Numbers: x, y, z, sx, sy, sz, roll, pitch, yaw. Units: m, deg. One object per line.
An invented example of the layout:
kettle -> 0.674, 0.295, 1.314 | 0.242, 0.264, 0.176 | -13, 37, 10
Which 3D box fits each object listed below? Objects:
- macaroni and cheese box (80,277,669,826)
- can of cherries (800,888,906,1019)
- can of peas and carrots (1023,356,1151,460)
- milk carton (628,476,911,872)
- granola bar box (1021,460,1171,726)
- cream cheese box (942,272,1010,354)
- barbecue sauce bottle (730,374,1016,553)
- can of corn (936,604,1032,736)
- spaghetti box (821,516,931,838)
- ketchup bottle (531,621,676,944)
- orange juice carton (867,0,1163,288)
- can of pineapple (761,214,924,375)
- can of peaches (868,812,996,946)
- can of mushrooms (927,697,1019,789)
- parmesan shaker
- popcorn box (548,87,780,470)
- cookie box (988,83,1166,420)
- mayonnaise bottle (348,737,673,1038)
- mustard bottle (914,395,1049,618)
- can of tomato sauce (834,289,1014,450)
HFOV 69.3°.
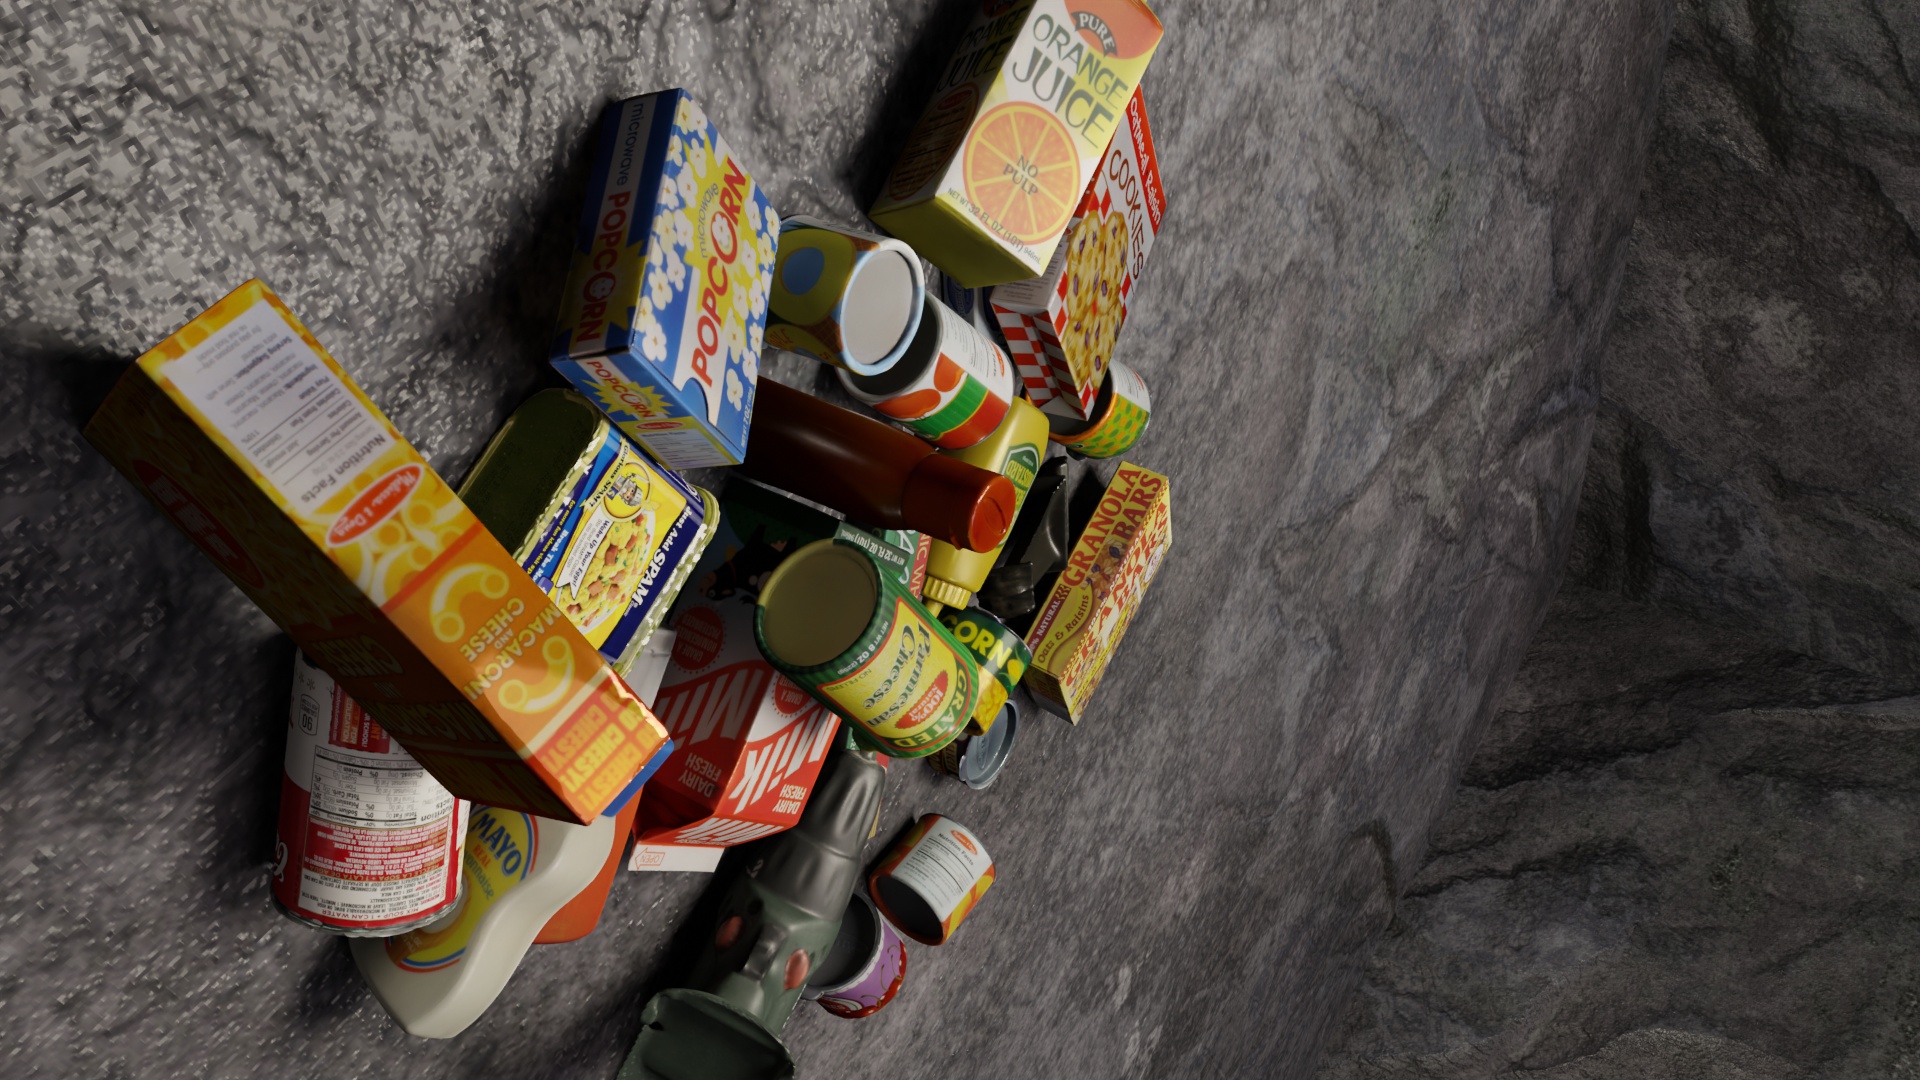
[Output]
macaroni and cheese box -> -0.176, 0.011, 0.416 | 0.166, 0.123, 0.040 | 53, 58, -21
can of cherries -> -0.073, 0.255, 0.853 | 0.072, 0.071, 0.058 | -56, 149, -22
can of peas and carrots -> 0.081, -0.088, 0.898 | 0.059, 0.071, 0.071 | 17, 93, -59
milk carton -> -0.105, 0.074, 0.686 | 0.072, 0.073, 0.190 | 28, 84, -59
granola bar box -> 0.099, 0.040, 1.010 | 0.166, 0.039, 0.124 | -60, 161, -16
cream cheese box -> 0.014, -0.151, 0.792 | 0.053, 0.024, 0.103 | -39, 138, -41
barbecue sauce bottle -> -0.045, -0.033, 0.643 | 0.044, 0.149, 0.064 | -58, 148, -18
can of corn -> 0.002, 0.080, 0.869 | 0.058, 0.071, 0.071 | -56, 147, -21
spaghetti box -> -0.054, 0.065, 0.807 | 0.050, 0.029, 0.249 | -13, 119, -56
ketchup bottle -> -0.170, 0.105, 0.629 | 0.065, 0.043, 0.148 | 20, 90, -60
orange juice carton -> 0.037, -0.231, 0.711 | 0.072, 0.073, 0.193 | 32, 78, -29
can of pineapple -> -0.059, -0.115, 0.661 | 0.071, 0.058, 0.070 | -36, 137, -44
can of peaches -> -0.020, 0.227, 0.925 | 0.058, 0.071, 0.071 | -44, 141, -37
can of mushrooms -> 0.008, 0.133, 0.944 | 0.071, 0.033, 0.070 | -37, 138, -43
parmesan shaker -> -0.043, 0.053, 0.633 | 0.071, 0.071, 0.102 | -61, 145, -15
popcorn box -> -0.113, -0.103, 0.553 | 0.085, 0.038, 0.127 | 52, 36, -56
cookie box -> 0.073, -0.175, 0.827 | 0.122, 0.040, 0.168 | 59, 48, -60
mayonnaise bottle -> -0.181, 0.129, 0.572 | 0.148, 0.065, 0.041 | -48, 150, -3
mustard bottle -> 0.003, -0.010, 0.834 | 0.065, 0.049, 0.160 | 25, 86, -61
can of tomato sauce -> -0.020, -0.090, 0.734 | 0.083, 0.071, 0.071 | 27, 84, -59
